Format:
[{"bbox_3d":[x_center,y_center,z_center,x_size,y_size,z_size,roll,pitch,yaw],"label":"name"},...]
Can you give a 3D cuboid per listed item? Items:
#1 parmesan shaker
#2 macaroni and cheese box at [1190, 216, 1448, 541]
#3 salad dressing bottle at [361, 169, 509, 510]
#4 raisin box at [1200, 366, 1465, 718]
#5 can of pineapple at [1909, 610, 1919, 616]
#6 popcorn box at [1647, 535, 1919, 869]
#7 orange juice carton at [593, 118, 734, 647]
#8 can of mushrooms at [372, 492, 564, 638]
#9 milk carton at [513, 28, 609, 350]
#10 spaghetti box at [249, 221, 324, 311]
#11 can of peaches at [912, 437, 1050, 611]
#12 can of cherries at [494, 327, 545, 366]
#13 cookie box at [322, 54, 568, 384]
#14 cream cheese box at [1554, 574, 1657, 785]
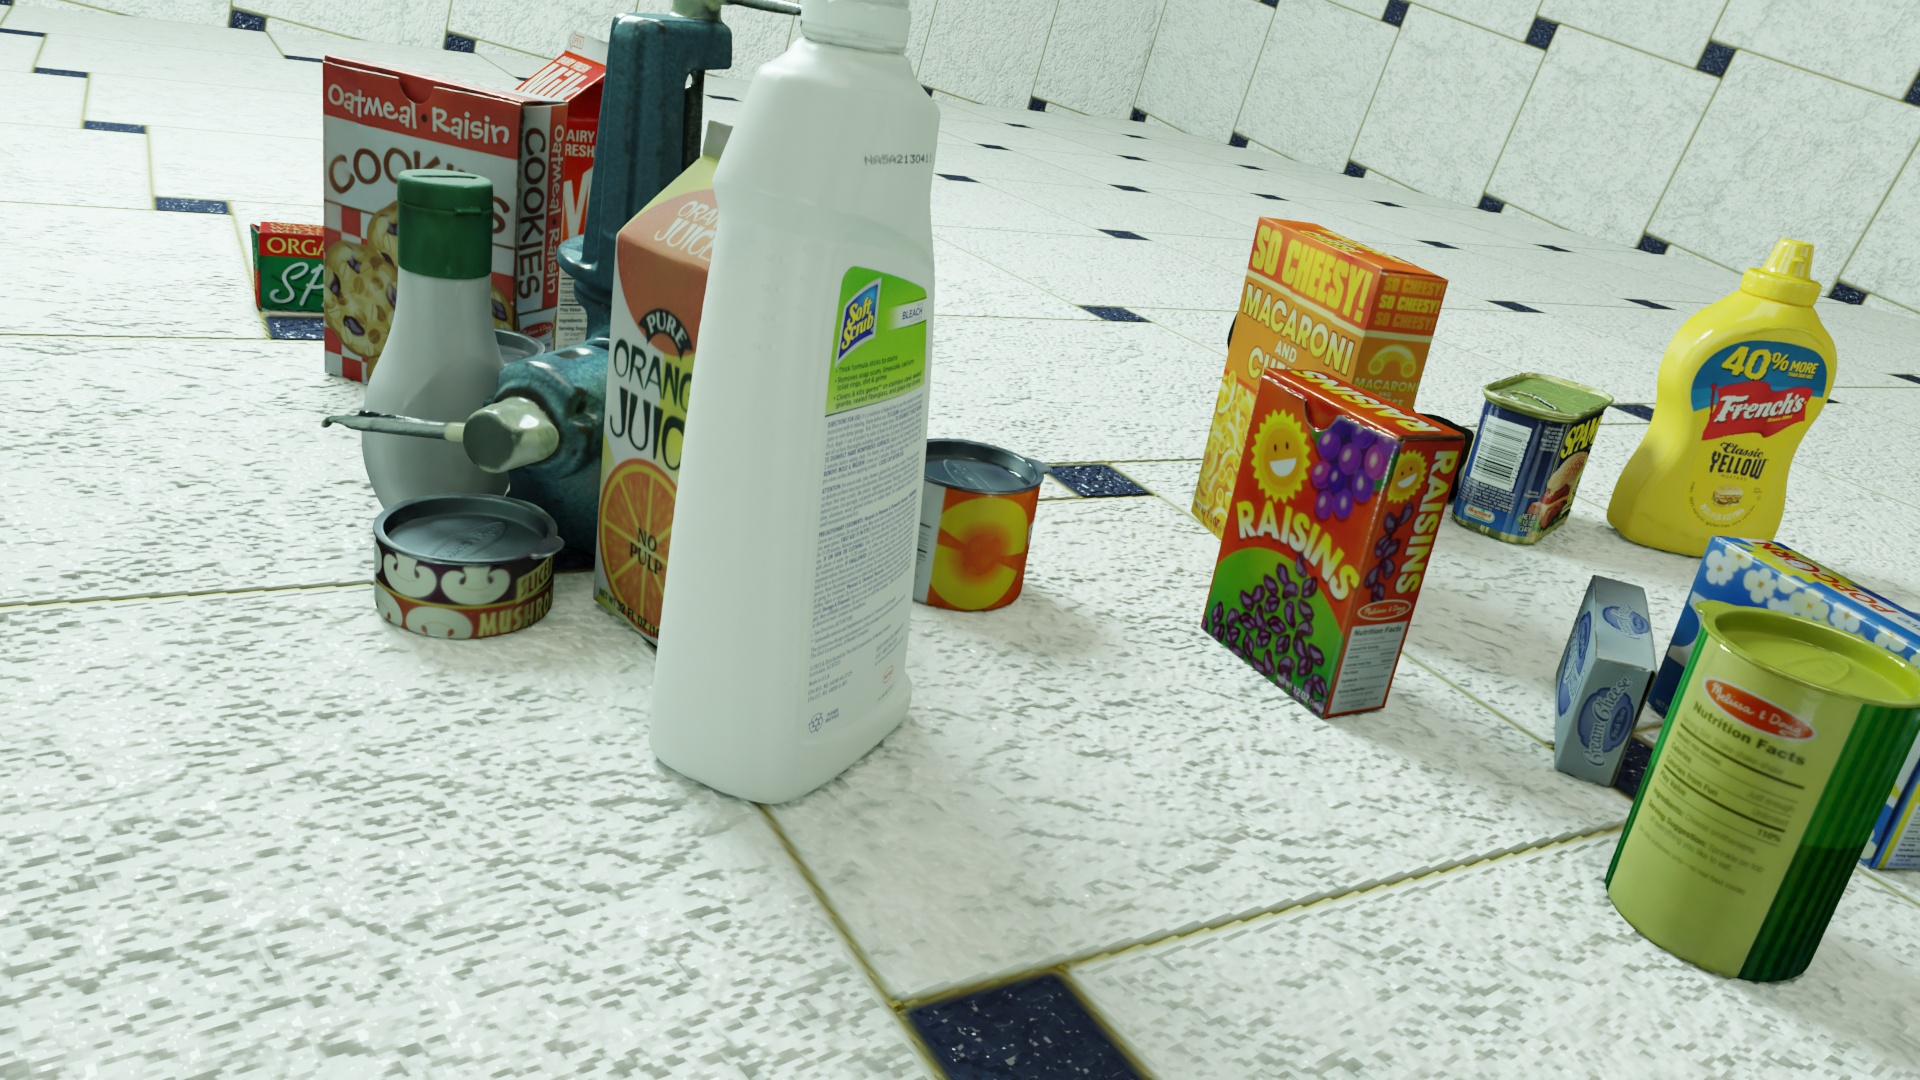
[{"bbox_3d":[0.258,0.080,0.454,0.071,0.102,0.071,9,21,-3],"label":"parmesan shaker"},{"bbox_3d":[0.174,-0.067,0.696,0.040,0.165,0.124,3,23,-18],"label":"macaroni and cheese box"},{"bbox_3d":[-0.217,-0.079,0.583,0.044,0.147,0.064,27,27,38],"label":"salad dressing bottle"},{"bbox_3d":[0.151,-0.001,0.582,0.040,0.123,0.086,-2,24,-28],"label":"raisin box"},{"bbox_3d":[0.418,0.068,0.613,0.071,0.057,0.071,9,22,-3],"label":"can of pineapple"},{"bbox_3d":[0.349,0.062,0.563,0.038,0.085,0.127,3,23,-17],"label":"popcorn box"},{"bbox_3d":[-0.083,-0.055,0.522,0.072,0.191,0.073,27,27,38],"label":"orange juice carton"},{"bbox_3d":[-0.187,0.009,0.532,0.071,0.033,0.071,9,22,-3],"label":"can of mushrooms"},{"bbox_3d":[-0.223,-0.198,0.817,0.073,0.189,0.072,-7,27,-36],"label":"milk carton"},{"bbox_3d":[-0.318,-0.170,0.897,0.251,0.050,0.029,-2,24,-27],"label":"spaghetti box"},{"bbox_3d":[0.002,-0.008,0.623,0.071,0.057,0.071,9,22,-3],"label":"can of peaches"},{"bbox_3d":[-0.234,-0.066,0.664,0.071,0.058,0.072,9,22,-3],"label":"can of cherries"},{"bbox_3d":[-0.271,-0.155,0.723,0.123,0.166,0.040,16,22,16],"label":"cookie box"},{"bbox_3d":[0.270,0.056,0.585,0.024,0.053,0.104,17,23,18],"label":"cream cheese box"}]
